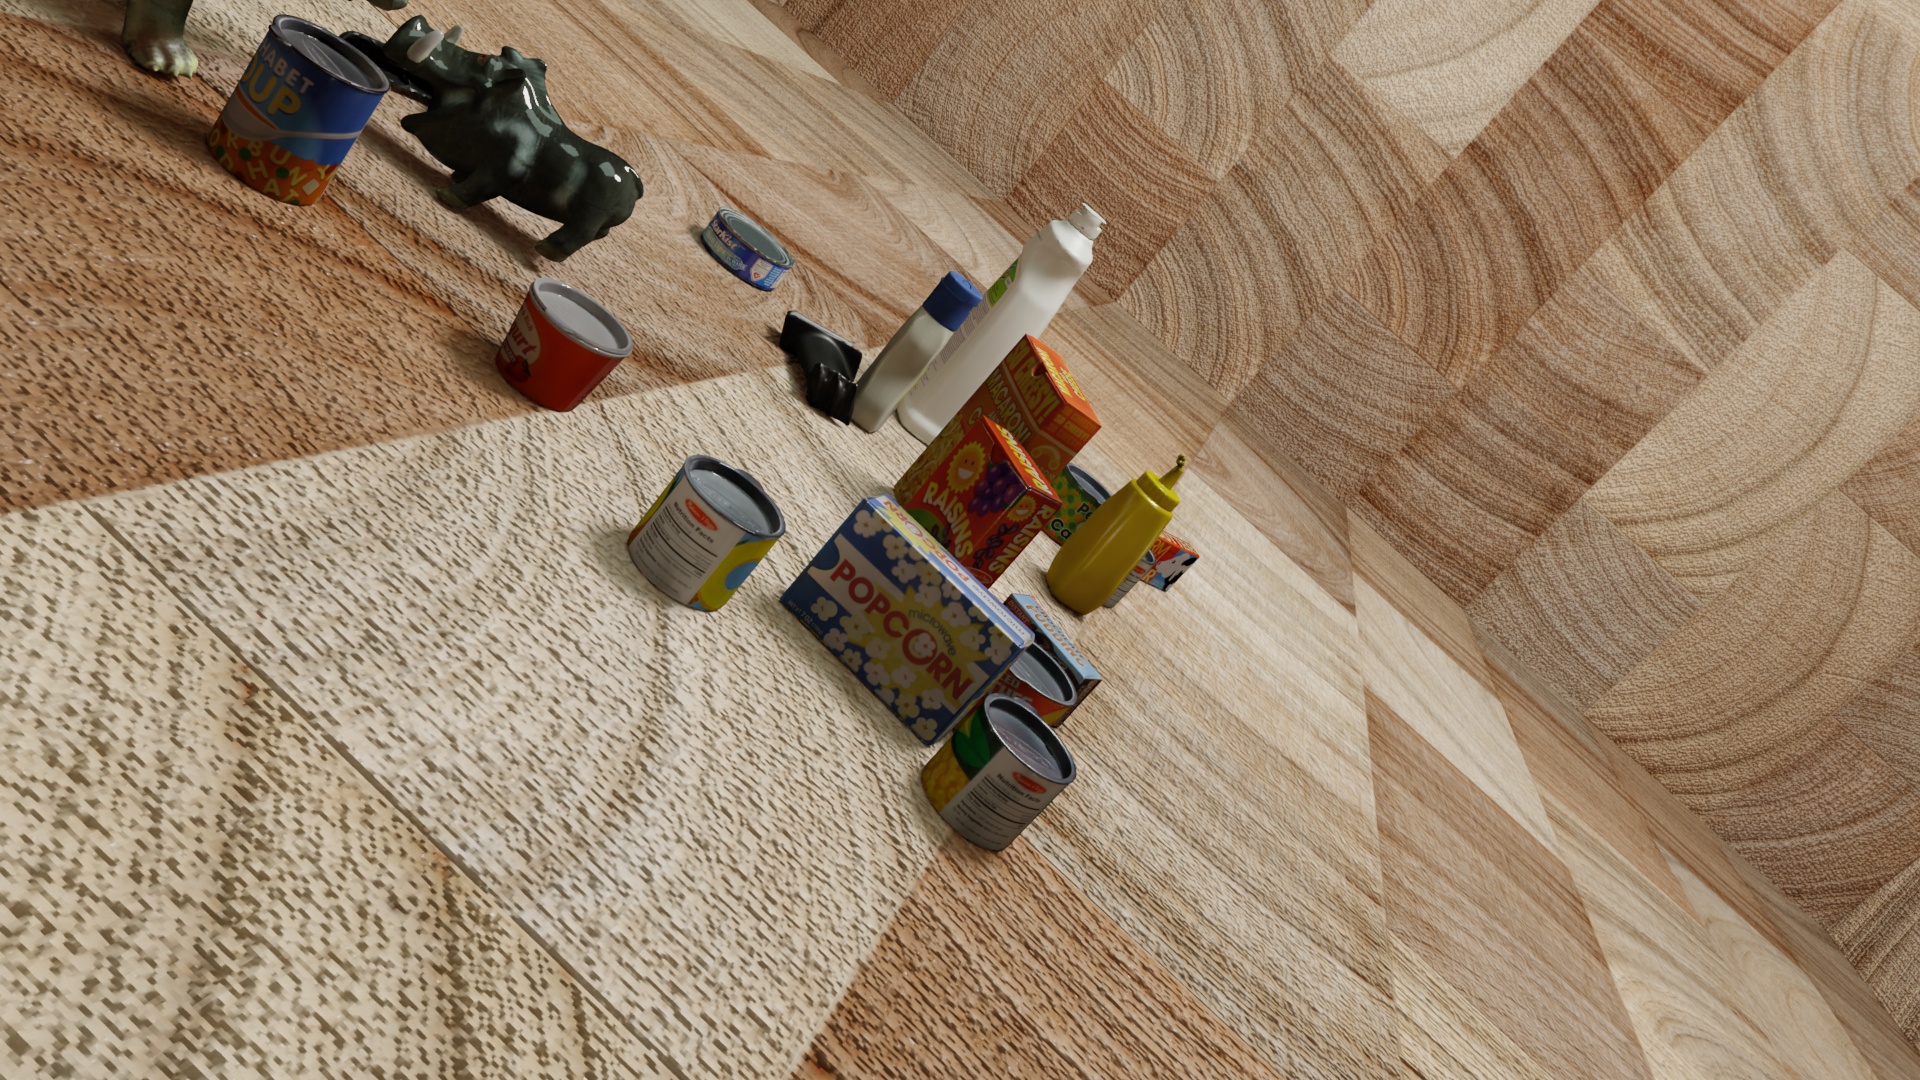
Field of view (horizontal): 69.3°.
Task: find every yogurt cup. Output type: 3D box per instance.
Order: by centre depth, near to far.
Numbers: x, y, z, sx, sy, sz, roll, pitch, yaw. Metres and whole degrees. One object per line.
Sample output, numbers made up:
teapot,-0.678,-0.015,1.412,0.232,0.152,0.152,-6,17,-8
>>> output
yogurt cup,-0.236,-0.113,0.820,0.072,0.053,0.073,37,18,-14

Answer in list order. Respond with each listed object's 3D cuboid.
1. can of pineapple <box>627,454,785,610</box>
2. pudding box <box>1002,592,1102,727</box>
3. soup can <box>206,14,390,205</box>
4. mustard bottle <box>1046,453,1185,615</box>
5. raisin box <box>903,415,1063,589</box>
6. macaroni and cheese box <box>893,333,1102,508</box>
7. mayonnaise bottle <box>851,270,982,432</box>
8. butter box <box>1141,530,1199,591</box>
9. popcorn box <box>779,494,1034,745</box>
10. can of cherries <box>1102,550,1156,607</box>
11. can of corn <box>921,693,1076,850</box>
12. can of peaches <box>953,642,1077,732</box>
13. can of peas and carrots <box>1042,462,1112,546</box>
can of pineapple,-0.138,-0.004,0.760,0.071,0.057,0.071,37,18,-14
pudding box,0.053,0.082,0.960,0.084,0.049,0.030,50,20,26
soup can,-0.378,-0.244,0.787,0.071,0.083,0.071,37,18,-14
mustard bottle,0.139,-0.010,1.171,0.049,0.159,0.065,34,19,-21
raisin box,0.003,-0.012,0.960,0.040,0.123,0.086,26,23,-40
macaroni and cheese box,0.023,-0.062,1.046,0.040,0.166,0.124,32,20,-28
mayonnaise bottle,-0.041,-0.160,1.177,0.041,0.147,0.065,38,18,-11
butter box,0.190,0.014,1.396,0.103,0.053,0.024,24,24,-42
popcorn box,-0.031,0.046,0.817,0.127,0.085,0.038,44,18,7
can of cherries,0.133,0.017,1.263,0.071,0.058,0.072,37,18,-14
can of corn,0.021,0.128,0.774,0.071,0.058,0.071,37,18,-14
can of peaches,0.028,0.097,0.860,0.071,0.058,0.071,37,18,-14
can of peas and carrots,0.108,-0.030,1.321,0.071,0.058,0.071,37,18,-14
